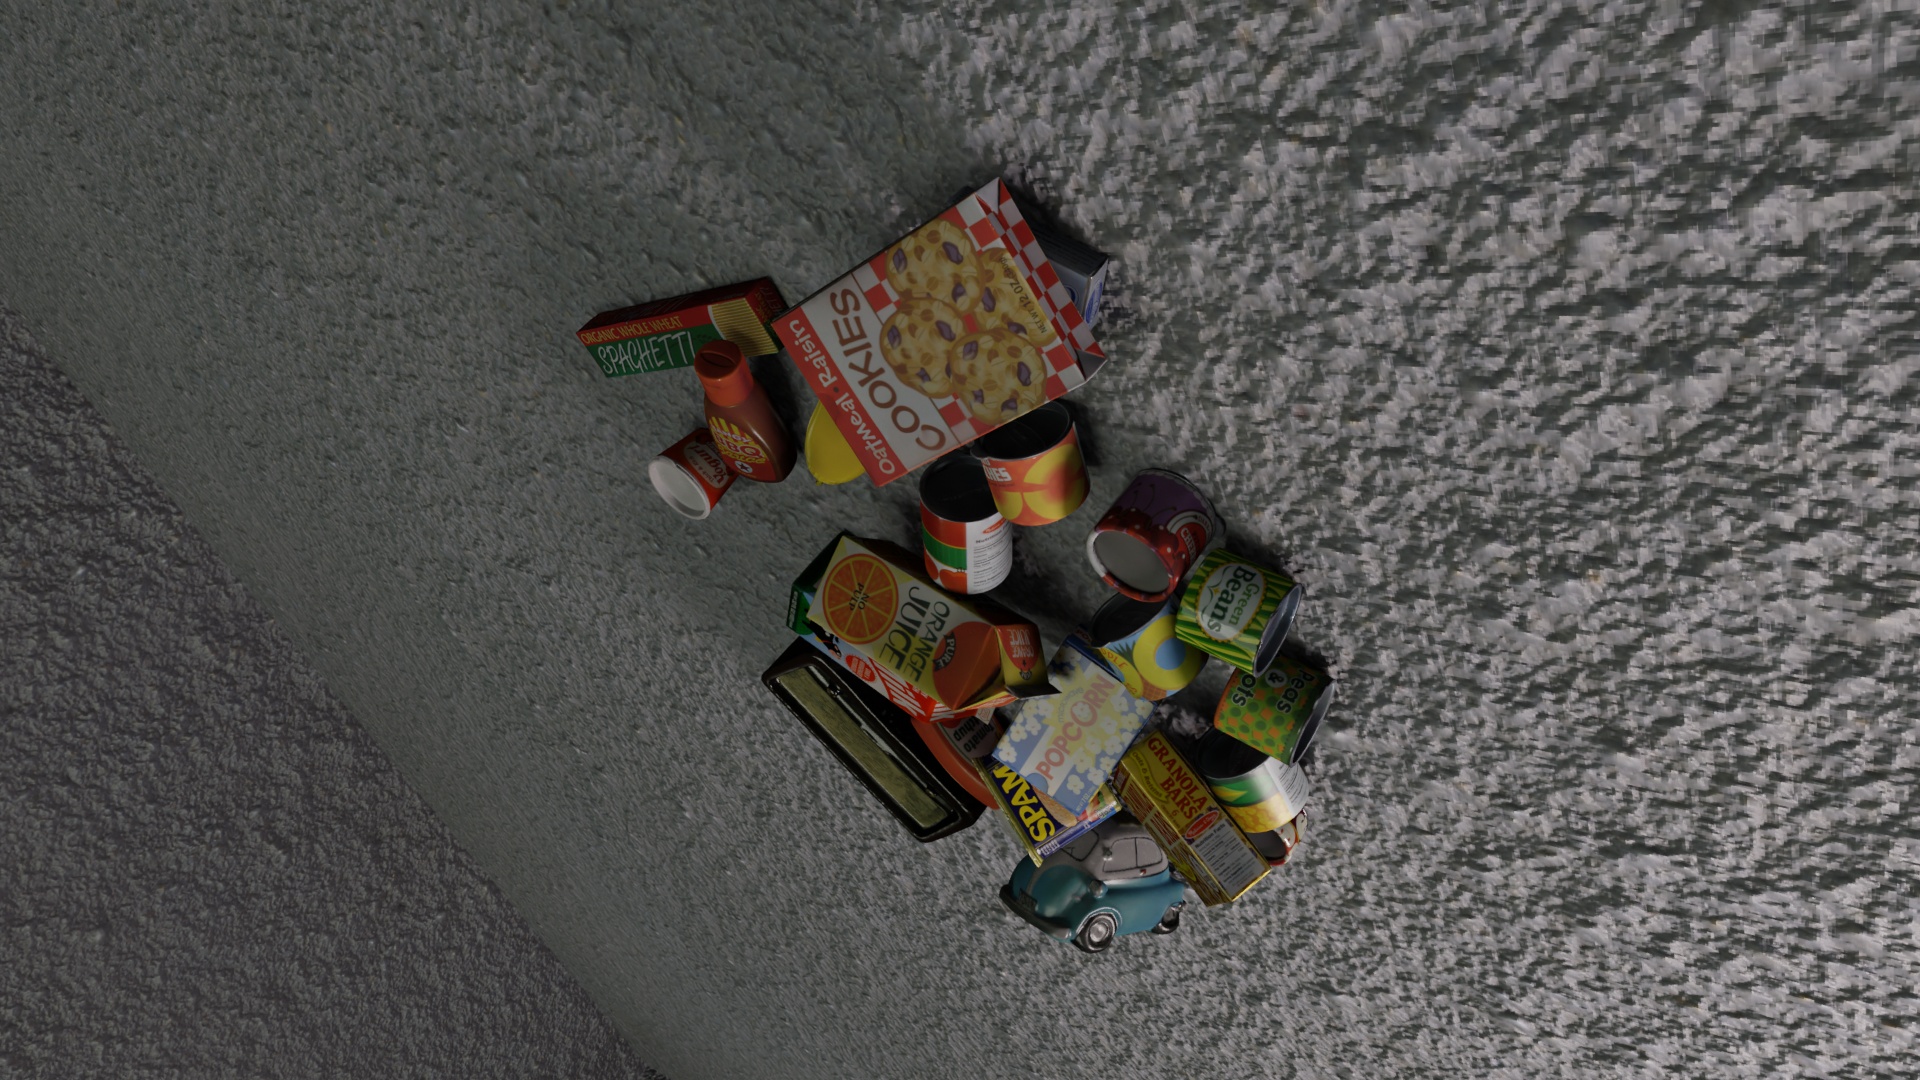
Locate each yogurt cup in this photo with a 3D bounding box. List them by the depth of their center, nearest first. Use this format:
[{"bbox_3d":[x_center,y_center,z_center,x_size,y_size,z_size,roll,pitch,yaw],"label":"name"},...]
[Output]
[{"bbox_3d":[-0.227,-0.060,1.198,0.072,0.054,0.072,27,145,21],"label":"yogurt cup"}]

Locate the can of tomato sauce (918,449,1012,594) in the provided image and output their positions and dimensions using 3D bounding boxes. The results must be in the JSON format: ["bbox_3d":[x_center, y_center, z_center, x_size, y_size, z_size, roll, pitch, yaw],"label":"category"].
[{"bbox_3d":[0.004,-0.013,1.001,0.071,0.071,0.082,26,145,22],"label":"can of tomato sauce"}]

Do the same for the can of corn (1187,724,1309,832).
[{"bbox_3d":[0.207,0.167,0.998,0.071,0.071,0.058,-1,129,47],"label":"can of corn"}]

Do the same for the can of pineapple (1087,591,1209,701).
[{"bbox_3d":[0.130,0.070,0.963,0.071,0.071,0.057,-10,122,51],"label":"can of pineapple"}]

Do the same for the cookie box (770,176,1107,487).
[{"bbox_3d":[-0.016,-0.118,0.823,0.167,0.040,0.122,-24,104,35],"label":"cookie box"}]

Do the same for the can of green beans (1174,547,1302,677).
[{"bbox_3d":[0.177,0.045,0.886,0.058,0.071,0.071,26,145,23],"label":"can of green beans"}]

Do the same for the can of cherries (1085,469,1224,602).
[{"bbox_3d":[0.124,-0.002,0.892,0.071,0.059,0.071,28,145,21],"label":"can of cherries"}]

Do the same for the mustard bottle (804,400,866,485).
[{"bbox_3d":[-0.083,-0.079,1.028,0.065,0.049,0.159,43,148,-3],"label":"mustard bottle"}]

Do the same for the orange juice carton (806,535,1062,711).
[{"bbox_3d":[-0.014,0.070,1.044,0.193,0.073,0.072,30,-169,28],"label":"orange juice carton"}]

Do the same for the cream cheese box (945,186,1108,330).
[{"bbox_3d":[0.036,-0.164,0.825,0.104,0.024,0.053,30,147,17],"label":"cream cheese box"}]

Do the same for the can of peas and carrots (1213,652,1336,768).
[{"bbox_3d":[0.210,0.108,0.926,0.059,0.071,0.070,27,145,23],"label":"can of peas and carrots"}]

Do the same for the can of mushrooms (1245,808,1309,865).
[{"bbox_3d":[0.230,0.217,1.066,0.071,0.033,0.070,26,144,21],"label":"can of mushrooms"}]

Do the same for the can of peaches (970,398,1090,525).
[{"bbox_3d":[0.046,-0.050,0.907,0.071,0.071,0.057,14,140,36],"label":"can of peaches"}]

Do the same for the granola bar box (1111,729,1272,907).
[{"bbox_3d":[0.168,0.211,1.039,0.124,0.039,0.165,51,173,15],"label":"granola bar box"}]

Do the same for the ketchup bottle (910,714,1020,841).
[{"bbox_3d":[0.021,0.195,1.217,0.148,0.065,0.043,55,144,-9],"label":"ketchup bottle"}]

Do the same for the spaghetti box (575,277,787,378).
[{"bbox_3d":[-0.220,-0.164,1.091,0.250,0.029,0.050,0,130,46],"label":"spaghetti box"}]

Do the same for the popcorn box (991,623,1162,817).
[{"bbox_3d":[0.092,0.138,1.065,0.085,0.038,0.126,35,119,9],"label":"popcorn box"}]

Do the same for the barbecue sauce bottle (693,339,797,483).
[{"bbox_3d":[-0.169,-0.099,1.068,0.065,0.044,0.148,21,157,15],"label":"barbecue sauce bottle"}]

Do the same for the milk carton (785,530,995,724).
[{"bbox_3d":[-0.048,0.084,1.162,0.191,0.074,0.072,34,147,11],"label":"milk carton"}]
